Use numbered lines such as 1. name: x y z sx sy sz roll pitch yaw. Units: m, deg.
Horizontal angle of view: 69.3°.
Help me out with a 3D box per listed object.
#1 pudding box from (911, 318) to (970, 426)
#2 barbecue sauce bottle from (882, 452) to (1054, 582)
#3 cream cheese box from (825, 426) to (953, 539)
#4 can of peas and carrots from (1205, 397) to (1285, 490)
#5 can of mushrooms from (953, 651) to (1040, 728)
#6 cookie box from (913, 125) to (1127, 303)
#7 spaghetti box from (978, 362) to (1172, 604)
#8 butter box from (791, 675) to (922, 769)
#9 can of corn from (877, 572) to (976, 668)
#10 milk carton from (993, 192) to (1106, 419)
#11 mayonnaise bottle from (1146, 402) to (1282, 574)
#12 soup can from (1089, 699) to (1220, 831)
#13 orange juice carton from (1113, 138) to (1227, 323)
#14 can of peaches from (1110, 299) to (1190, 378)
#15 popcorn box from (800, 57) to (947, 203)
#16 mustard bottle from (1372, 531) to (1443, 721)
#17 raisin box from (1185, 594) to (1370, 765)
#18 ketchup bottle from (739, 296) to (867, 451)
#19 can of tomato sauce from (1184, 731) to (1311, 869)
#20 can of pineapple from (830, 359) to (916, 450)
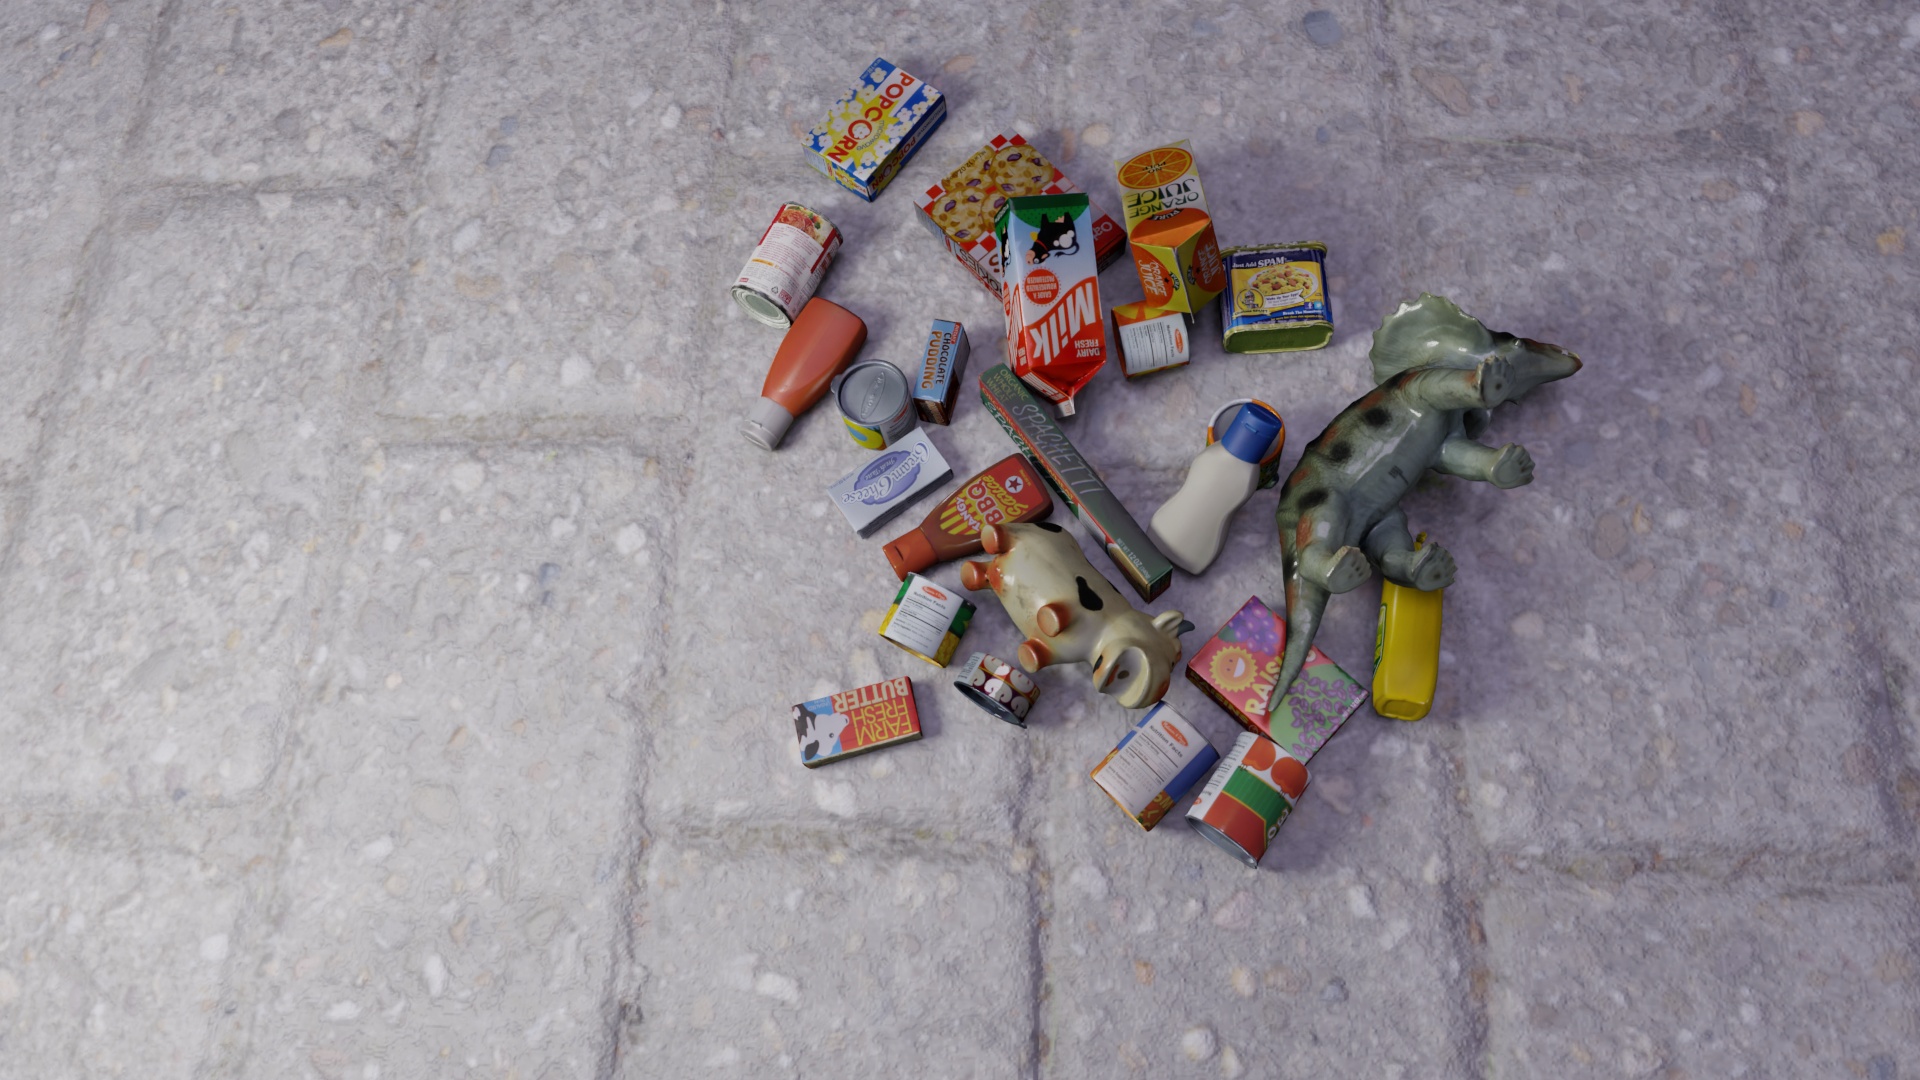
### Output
1. pudding box: -0.017 -0.153 1.264 0.030 0.049 0.084 10 71 12
2. barbecue sauce bottle: 0.004 -0.015 1.213 0.149 0.043 0.065 -30 70 -5
3. cream cheese box: -0.063 -0.052 1.244 0.104 0.024 0.053 -35 71 -7
4. can of peas and carrots: 0.247 -0.080 1.201 0.071 0.058 0.071 -2 69 6
5. can of mushrooms: 0.032 0.123 1.145 0.071 0.071 0.033 29 74 16
6. cookie box: 0.056 -0.298 1.316 0.123 0.040 0.168 -40 71 -8
7. spaghetti box: 0.097 -0.053 1.213 0.029 0.050 0.250 -34 69 -8
8. butter box: -0.086 0.153 1.169 0.103 0.024 0.053 -15 69 1
9. can of corn: -0.028 0.068 1.172 0.071 0.071 0.058 25 80 15
10. milk carton: 0.081 -0.204 1.228 0.073 0.072 0.190 -6 91 -10
11. mayonnaise bottle: 0.214 -0.045 1.156 0.065 0.041 0.147 37 119 14
12. soup can: 0.155 0.181 1.108 0.084 0.071 0.071 -45 71 -6
13. orange juice carton: 0.187 -0.272 1.229 0.073 0.071 0.194 -14 41 11
14. can of peaches: 0.170 -0.184 1.248 0.058 0.071 0.071 -13 69 2
15. popcorn box: -0.085 -0.408 1.375 0.085 0.038 0.127 35 77 17
16. mustard bottle: 0.366 0.064 1.133 0.049 0.065 0.161 8 64 11
17. raisin box: 0.258 0.117 1.135 0.123 0.040 0.086 42 79 18
18. ketchup bottle: -0.149 -0.152 1.282 0.065 0.043 0.149 28 75 17
19. can of tomato sauce: 0.228 0.204 1.092 0.071 0.071 0.083 33 76 17
20. can of pineapple: -0.077 -0.123 1.255 0.071 0.057 0.071 -2 69 6
